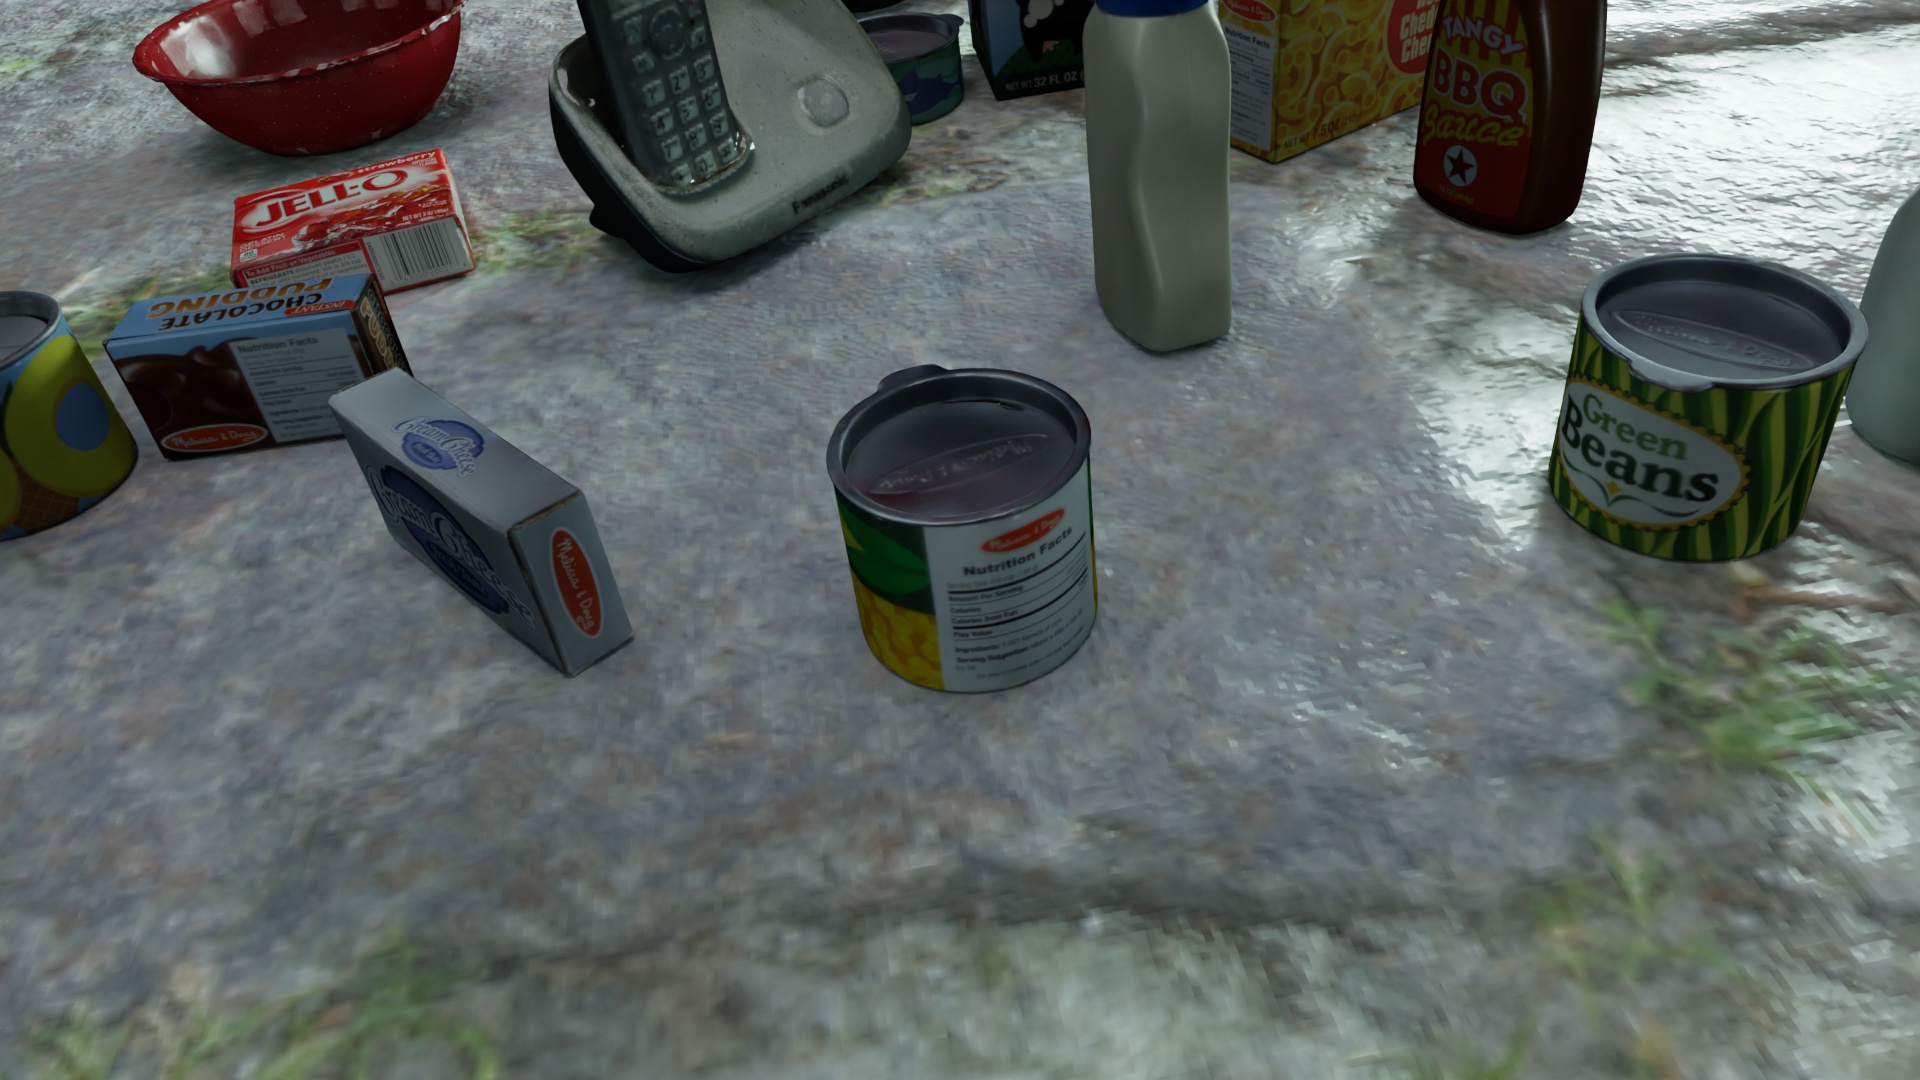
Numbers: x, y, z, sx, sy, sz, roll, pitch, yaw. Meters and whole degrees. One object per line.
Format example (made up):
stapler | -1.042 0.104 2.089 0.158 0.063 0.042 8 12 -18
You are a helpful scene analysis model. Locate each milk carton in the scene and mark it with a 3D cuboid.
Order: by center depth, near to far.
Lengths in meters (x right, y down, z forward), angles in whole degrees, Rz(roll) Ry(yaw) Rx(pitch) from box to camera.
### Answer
milk carton | 0.035 -0.307 0.625 0.072 0.189 0.074 -10 39 -3

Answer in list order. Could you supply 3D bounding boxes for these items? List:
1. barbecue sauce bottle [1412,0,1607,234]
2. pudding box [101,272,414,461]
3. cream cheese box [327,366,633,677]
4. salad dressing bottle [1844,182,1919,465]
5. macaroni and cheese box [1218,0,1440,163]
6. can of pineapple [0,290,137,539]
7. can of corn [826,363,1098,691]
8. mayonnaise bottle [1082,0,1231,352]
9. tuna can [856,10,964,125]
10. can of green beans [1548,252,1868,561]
barbecue sauce bottle | 0.195 -0.185 0.484 0.044 0.147 0.065 -24 42 -20
pudding box | -0.237 -0.060 0.475 0.084 0.049 0.030 -8 39 -1
cream cheese box | -0.137 -0.007 0.392 0.104 0.053 0.024 29 51 36
salad dressing bottle | 0.273 -0.088 0.354 0.044 0.146 0.064 -9 39 -2
macaroni and cheese box | 0.162 -0.252 0.557 0.124 0.165 0.040 -27 43 -22
can of pineapple | -0.319 -0.040 0.457 0.071 0.057 0.071 -4 39 4
can of corn | 0.001 -0.005 0.364 0.071 0.058 0.071 -4 39 4
mayonnaise bottle | 0.063 -0.138 0.446 0.041 0.147 0.065 -15 40 -9
tuna can | -0.030 -0.223 0.657 0.071 0.032 0.071 -4 39 4
can of green beans | 0.197 -0.036 0.373 0.071 0.057 0.071 -4 39 4
